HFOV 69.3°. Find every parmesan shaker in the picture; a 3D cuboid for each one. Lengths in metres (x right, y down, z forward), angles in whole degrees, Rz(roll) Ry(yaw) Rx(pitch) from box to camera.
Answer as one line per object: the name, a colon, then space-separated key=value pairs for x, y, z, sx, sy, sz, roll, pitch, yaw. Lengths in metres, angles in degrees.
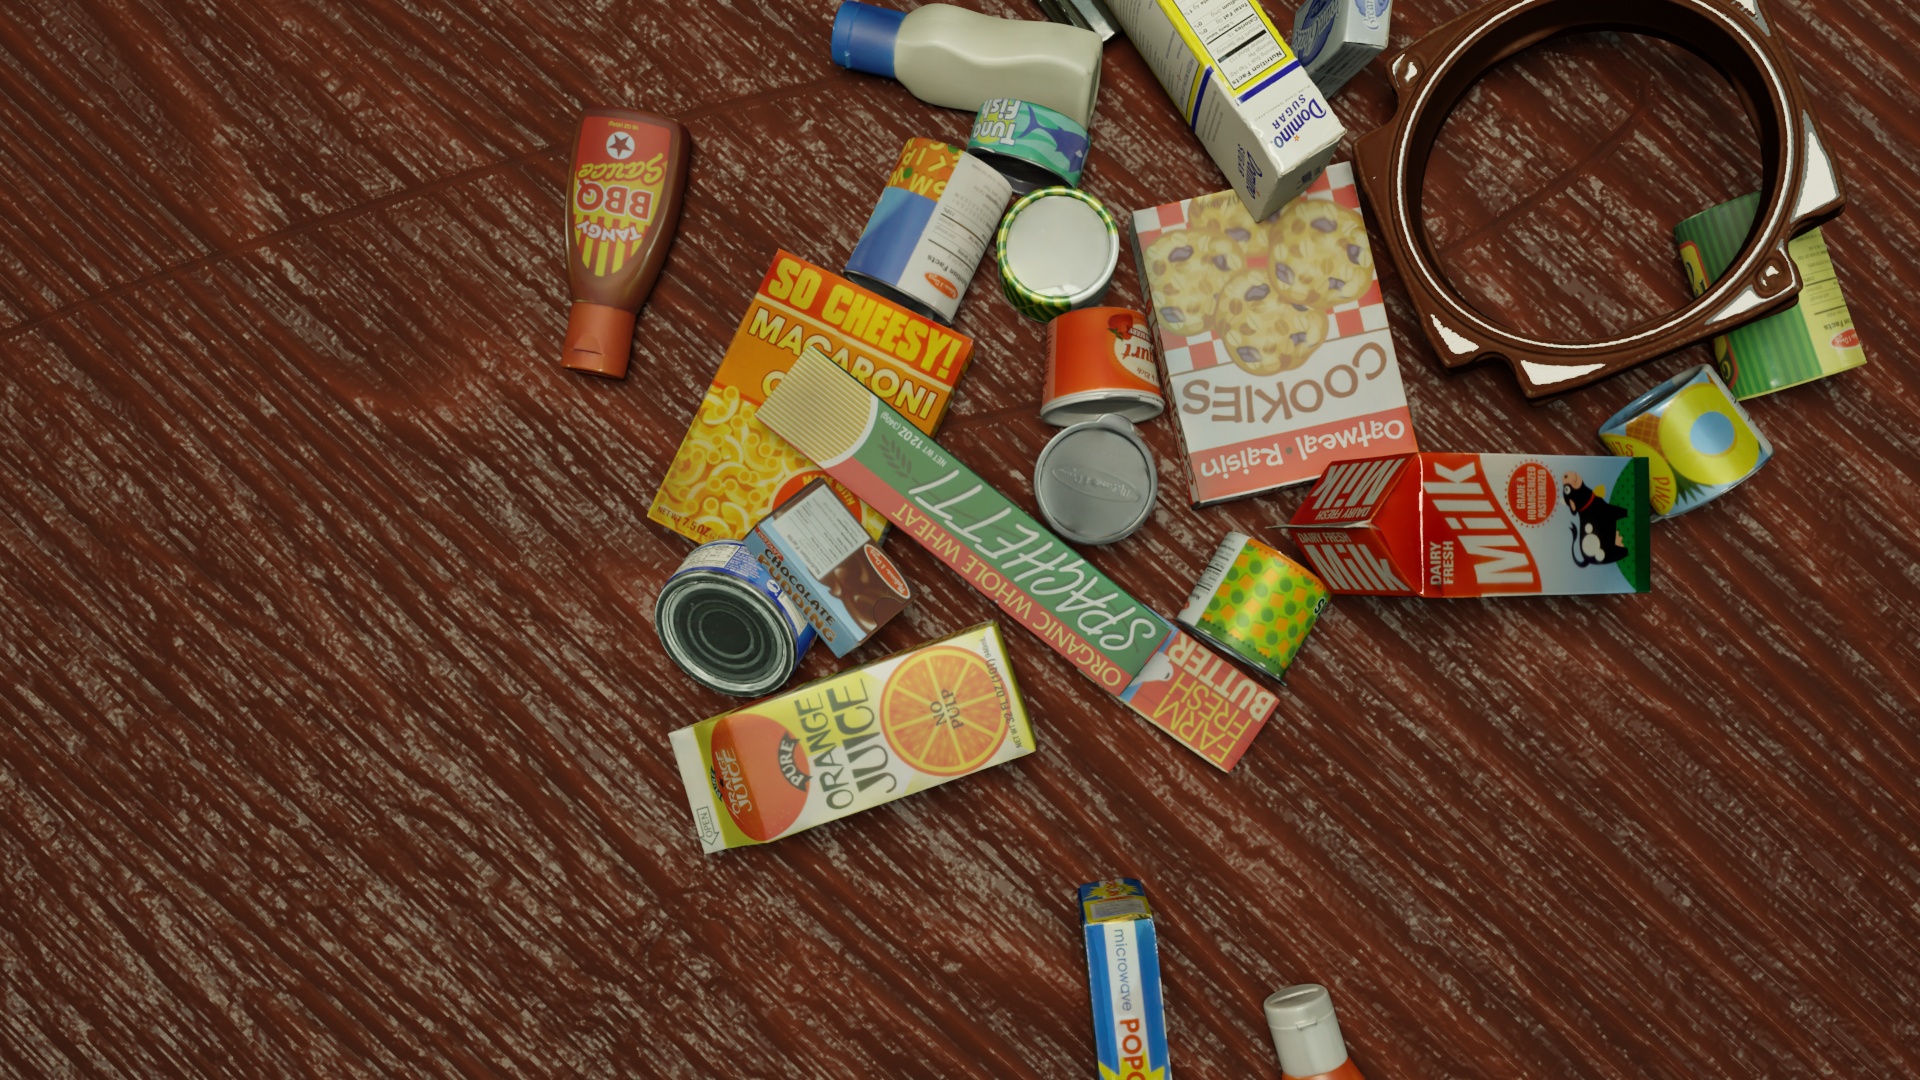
parmesan shaker: x=0.436 y=-0.134 z=0.750 sx=0.071 sy=0.071 sz=0.103 roll=-17 pitch=87 yaw=2

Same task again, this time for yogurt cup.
yogurt cup: x=0.076 y=-0.095 z=0.765 sx=0.072 sy=0.072 sz=0.054 roll=-3 pitch=81 yaw=3

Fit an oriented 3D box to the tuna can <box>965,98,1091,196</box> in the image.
tuna can: x=0.035 y=-0.216 z=0.767 sx=0.071 sy=0.071 sz=0.033 roll=17 pitch=88 yaw=3

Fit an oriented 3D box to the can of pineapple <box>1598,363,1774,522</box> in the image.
can of pineapple: x=0.388 y=-0.052 z=0.748 sx=0.071 sy=0.071 sz=0.058 roll=-36 pitch=87 yaw=1

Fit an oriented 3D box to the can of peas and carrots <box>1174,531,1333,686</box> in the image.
can of peas and carrots: x=0.162 y=0.037 z=0.755 sx=0.071 sy=0.071 sz=0.058 roll=31 pitch=90 yaw=3

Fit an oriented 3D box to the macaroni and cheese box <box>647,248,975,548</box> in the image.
macaroni and cheese box: x=-0.082 y=-0.061 z=0.782 sx=0.124 sy=0.040 sz=0.166 roll=26 pitch=90 yaw=2

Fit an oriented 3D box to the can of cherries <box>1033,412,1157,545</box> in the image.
can of cherries: x=0.075 y=-0.032 z=0.765 sx=0.071 sy=0.058 sz=0.071 roll=0 pitch=88 yaw=4

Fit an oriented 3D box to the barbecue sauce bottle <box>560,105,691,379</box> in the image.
barbecue sauce bottle: x=-0.196 y=-0.167 z=0.789 sx=0.065 sy=0.043 sz=0.148 roll=10 pitch=89 yaw=1

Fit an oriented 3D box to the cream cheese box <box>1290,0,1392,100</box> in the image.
cream cheese box: x=0.203 y=-0.274 z=0.744 sx=0.024 sy=0.104 sz=0.053 roll=7 pitch=91 yaw=-4

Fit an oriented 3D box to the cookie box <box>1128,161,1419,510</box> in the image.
cookie box: x=0.172 y=-0.112 z=0.773 sx=0.123 sy=0.040 sz=0.167 roll=-12 pitch=87 yaw=2

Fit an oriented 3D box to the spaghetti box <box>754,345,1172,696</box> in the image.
spaghetti box: x=0.003 y=-0.009 z=0.746 sx=0.250 sy=0.029 sz=0.050 roll=38 pitch=91 yaw=-2

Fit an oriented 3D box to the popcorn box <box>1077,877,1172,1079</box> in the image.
popcorn box: x=0.088 y=0.253 z=0.742 sx=0.038 sy=0.085 sz=0.126 roll=-6 pitch=88 yaw=2

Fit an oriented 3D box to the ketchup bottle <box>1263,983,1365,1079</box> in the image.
ketchup bottle: x=0.204 y=0.320 z=0.755 sx=0.065 sy=0.043 sz=0.149 roll=-16 pitch=87 yaw=1

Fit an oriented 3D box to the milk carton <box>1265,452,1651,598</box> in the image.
milk carton: x=0.257 y=-0.007 z=0.715 sx=0.191 sy=0.072 sz=0.073 roll=0 pitch=89 yaw=-21

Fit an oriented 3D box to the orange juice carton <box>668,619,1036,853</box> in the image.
orange juice carton: x=-0.060 y=0.108 z=0.759 sx=0.193 sy=0.073 sz=0.072 roll=-19 pitch=88 yaw=2

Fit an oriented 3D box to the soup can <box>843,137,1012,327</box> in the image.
soup can: x=-0.020 y=-0.171 z=0.771 sx=0.071 sy=0.071 sz=0.084 roll=25 pitch=89 yaw=3

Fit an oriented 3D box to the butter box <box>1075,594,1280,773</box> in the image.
butter box: x=0.121 y=0.079 z=0.776 sx=0.103 sy=0.024 sz=0.053 roll=34 pitch=91 yaw=3

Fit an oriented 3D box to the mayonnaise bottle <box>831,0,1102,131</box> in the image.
mayonnaise bottle: x=0.003 y=-0.268 z=0.775 sx=0.148 sy=0.064 sz=0.041 roll=15 pitch=68 yaw=7

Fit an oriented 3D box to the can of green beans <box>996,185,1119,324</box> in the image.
can of green beans: x=0.053 y=-0.157 z=0.770 sx=0.071 sy=0.058 sz=0.071 roll=0 pitch=88 yaw=3

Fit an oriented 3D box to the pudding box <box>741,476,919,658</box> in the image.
pudding box: x=-0.069 y=0.015 z=0.734 sx=0.083 sy=0.030 sz=0.050 roll=50 pitch=55 yaw=-1
